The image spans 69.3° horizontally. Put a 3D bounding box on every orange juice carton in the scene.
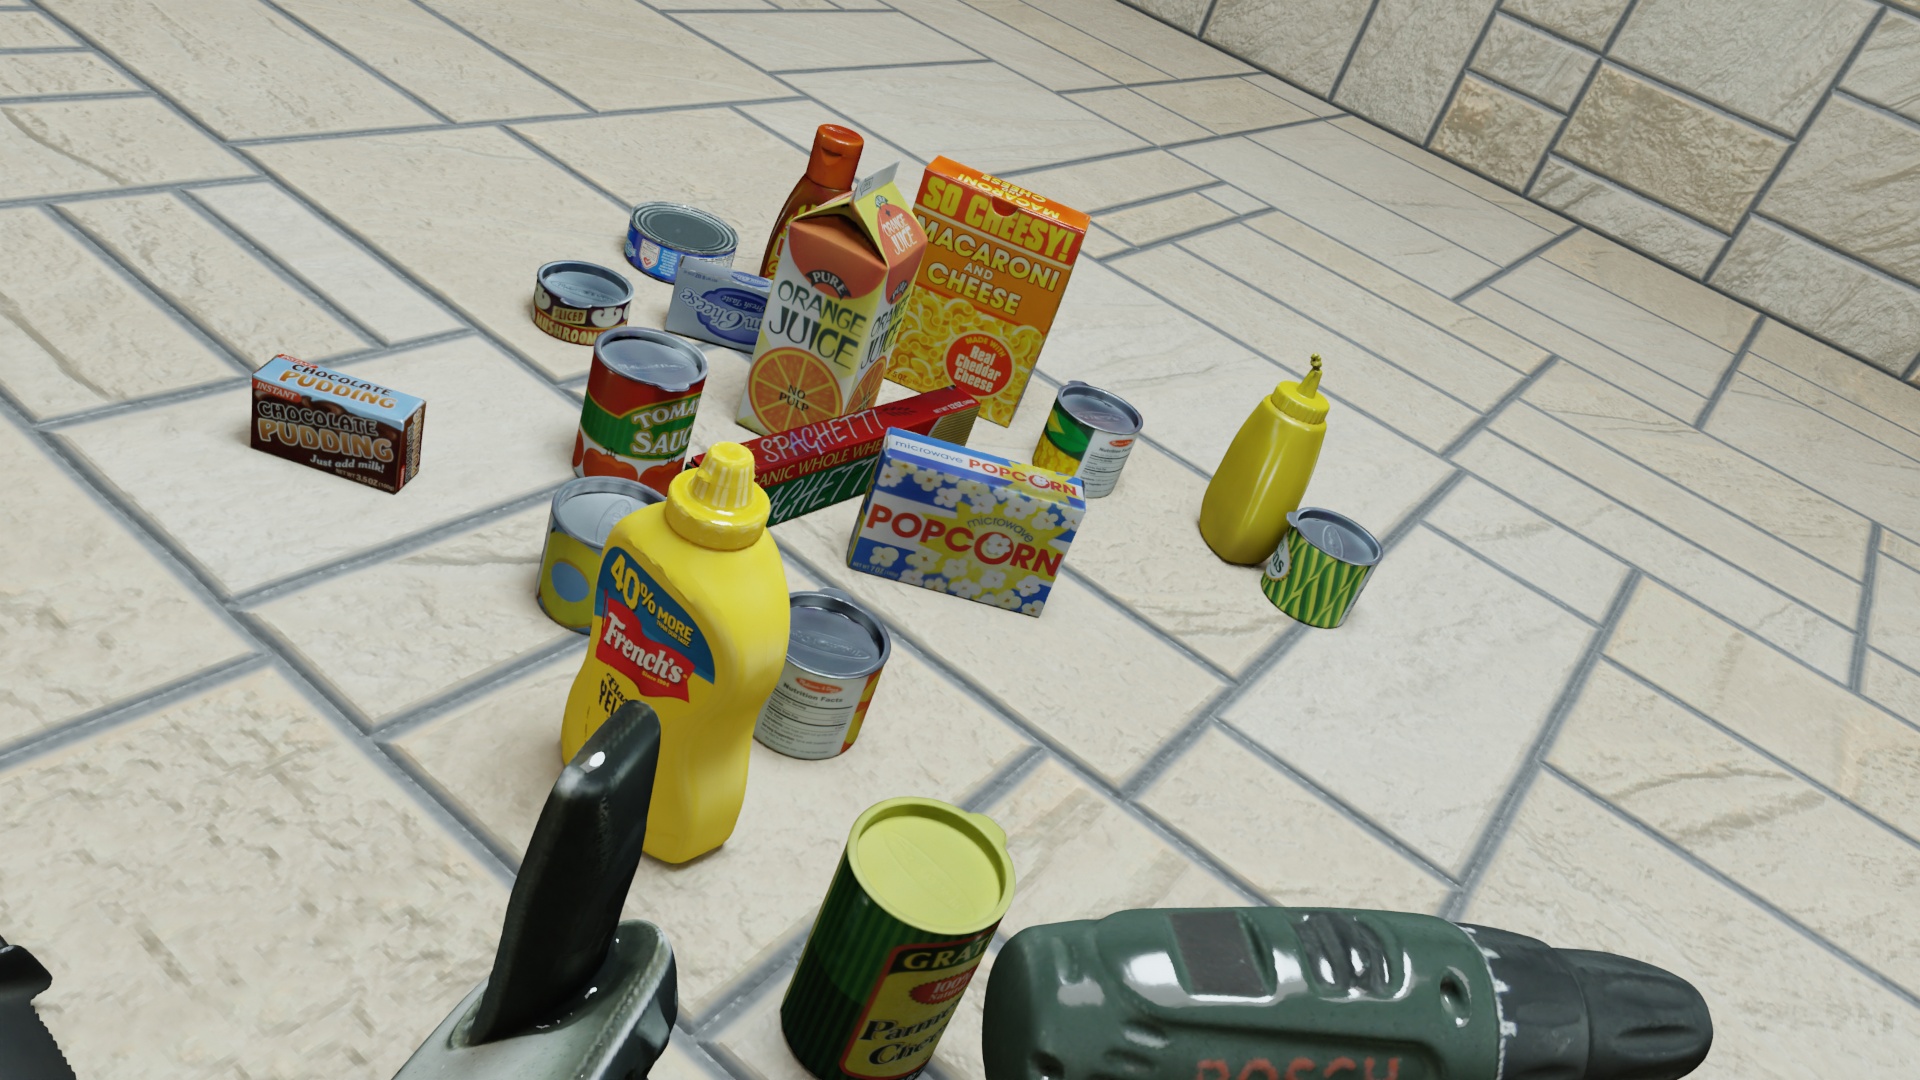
[{"bbox_3d":[-0.079,-0.154,0.908,0.073,0.191,0.072,26,32,8],"label":"orange juice carton"}]

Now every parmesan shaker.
[{"bbox_3d":[-0.024,0.160,0.549,0.071,0.102,0.072,15,32,-10],"label":"parmesan shaker"}]

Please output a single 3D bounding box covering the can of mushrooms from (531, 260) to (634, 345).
[{"bbox_3d":[-0.264,-0.165,0.968,0.071,0.033,0.071,15,32,-10],"label":"can of mushrooms"}]

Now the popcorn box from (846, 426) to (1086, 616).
[{"bbox_3d":[0.003,-0.011,0.841,0.127,0.084,0.038,15,32,-10],"label":"popcorn box"}]

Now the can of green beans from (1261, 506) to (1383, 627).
[{"bbox_3d":[0.251,0.019,0.969,0.071,0.057,0.071,15,32,-10],"label":"can of green beans"}]

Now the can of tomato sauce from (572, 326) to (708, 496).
[{"bbox_3d":[-0.190,-0.074,0.826,0.071,0.082,0.071,15,32,-10],"label":"can of tomato sauce"}]

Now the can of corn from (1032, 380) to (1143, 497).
[{"bbox_3d":[0.091,-0.074,1.015,0.071,0.058,0.071,15,32,-10],"label":"can of corn"}]

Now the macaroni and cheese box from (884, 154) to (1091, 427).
[{"bbox_3d":[0.010,-0.181,1.028,0.124,0.165,0.040,22,31,1],"label":"macaroni and cheese box"}]

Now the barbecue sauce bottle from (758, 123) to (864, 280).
[{"bbox_3d":[-0.111,-0.244,1.068,0.065,0.147,0.044,22,31,1],"label":"barbecue sauce bottle"}]

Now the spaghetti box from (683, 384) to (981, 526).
[{"bbox_3d":[-0.078,-0.052,0.890,0.029,0.050,0.251,37,35,24],"label":"spaghetti box"}]

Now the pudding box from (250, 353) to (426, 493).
[{"bbox_3d":[-0.338,-0.064,0.756,0.084,0.049,0.030,18,31,-5],"label":"pudding box"}]

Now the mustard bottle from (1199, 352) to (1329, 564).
[{"bbox_3d":[0.220,-0.059,0.972,0.049,0.159,0.065,4,35,-25],"label":"mustard bottle"}]

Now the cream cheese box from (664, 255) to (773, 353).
[{"bbox_3d":[-0.159,-0.167,1.013,0.104,0.053,0.024,14,32,-12],"label":"cream cheese box"}]

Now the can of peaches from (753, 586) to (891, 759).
[{"bbox_3d":[-0.074,0.067,0.704,0.071,0.057,0.071,15,32,-10],"label":"can of peaches"}]

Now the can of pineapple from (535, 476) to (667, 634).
[{"bbox_3d":[-0.184,0.009,0.728,0.071,0.057,0.071,15,32,-10],"label":"can of pineapple"}]
